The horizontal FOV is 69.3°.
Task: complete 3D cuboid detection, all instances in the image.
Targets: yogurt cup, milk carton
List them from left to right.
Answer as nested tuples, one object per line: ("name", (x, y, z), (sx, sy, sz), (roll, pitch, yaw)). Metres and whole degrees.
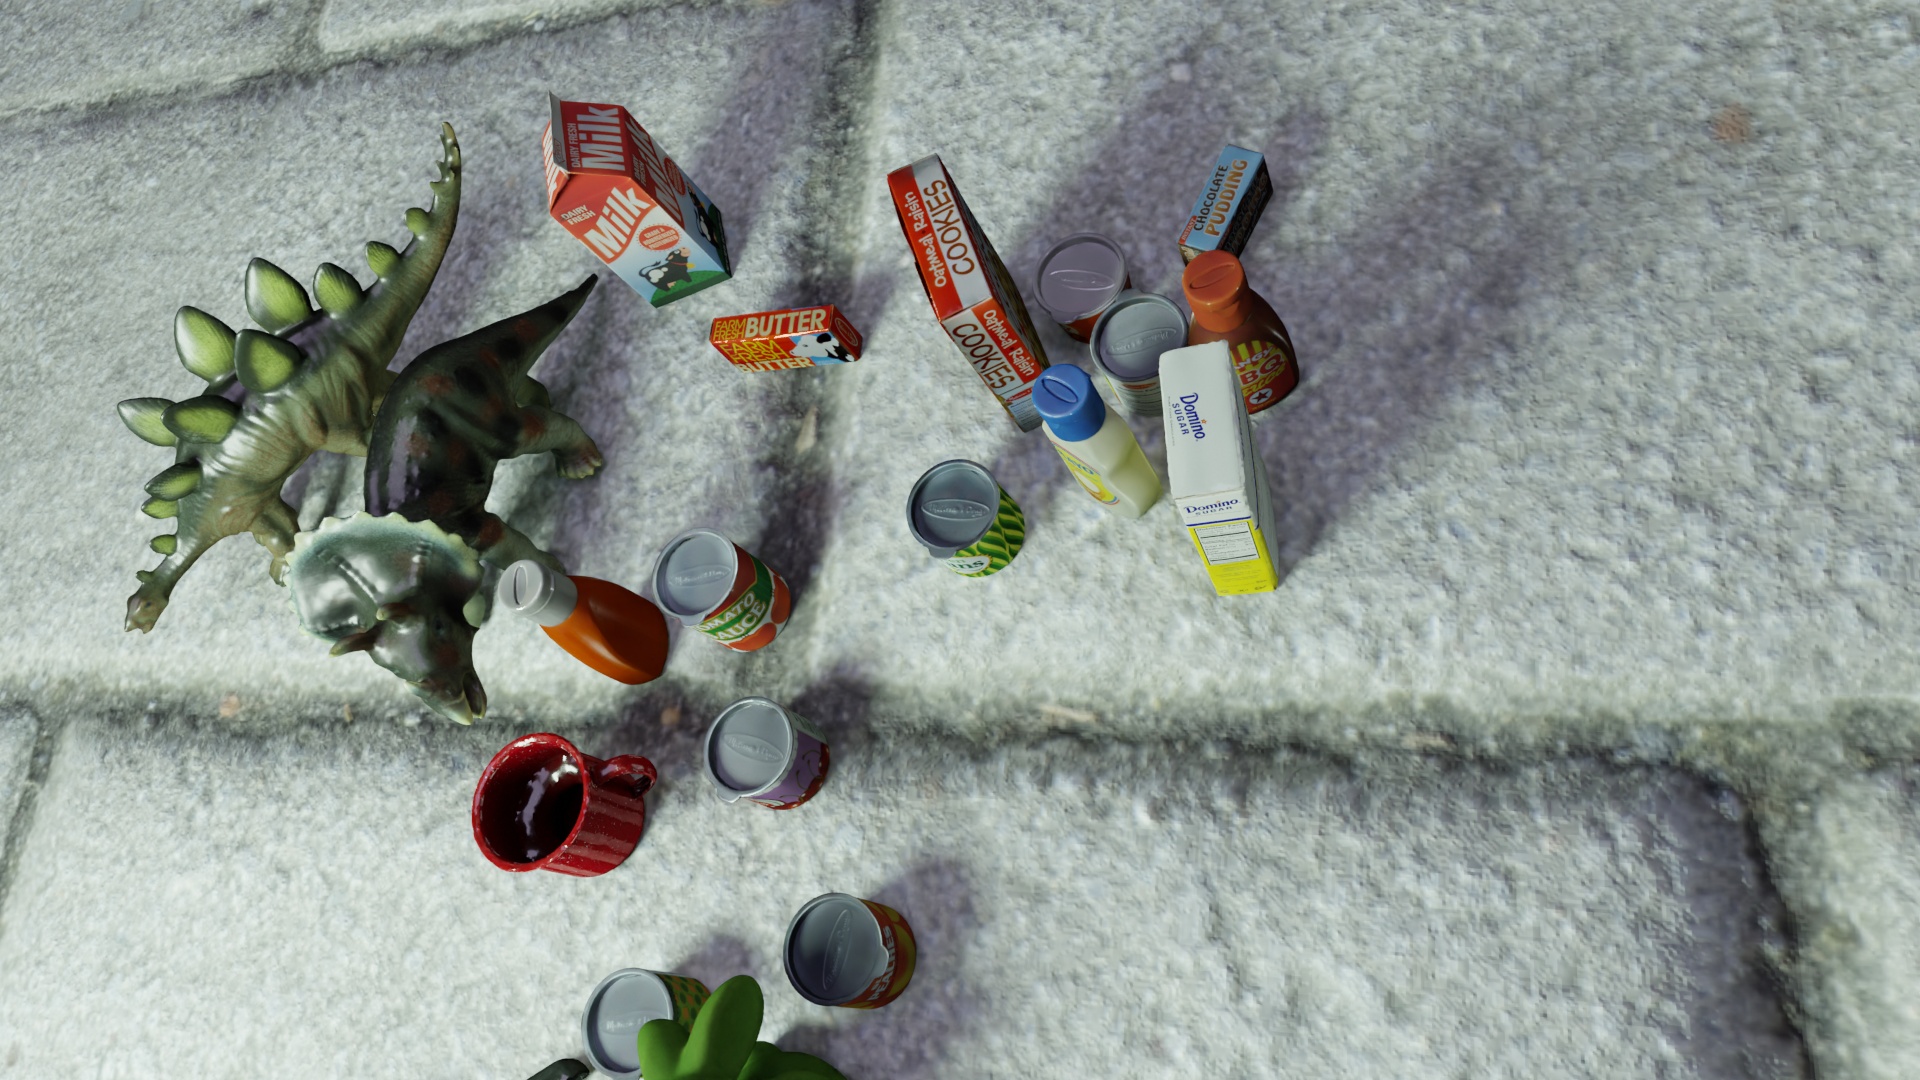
("milk carton", (-0.257, -0.262, 1.066), (0.073, 0.190, 0.072), (-19, 64, 14))
("yogurt cup", (0.090, -0.174, 0.973), (0.072, 0.054, 0.072), (-8, 67, 19))

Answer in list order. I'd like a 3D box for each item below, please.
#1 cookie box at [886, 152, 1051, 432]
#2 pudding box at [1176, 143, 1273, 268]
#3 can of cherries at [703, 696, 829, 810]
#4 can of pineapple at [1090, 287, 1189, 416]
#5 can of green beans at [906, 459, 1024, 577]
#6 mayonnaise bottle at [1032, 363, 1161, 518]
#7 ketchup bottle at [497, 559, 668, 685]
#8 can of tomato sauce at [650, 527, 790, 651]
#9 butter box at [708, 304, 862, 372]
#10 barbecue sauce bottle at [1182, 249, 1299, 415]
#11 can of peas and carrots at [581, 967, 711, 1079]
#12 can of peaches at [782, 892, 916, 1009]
("cookie box", (0.013, -0.162, 0.934), (0.040, 0.167, 0.123), (-25, 63, 11))
("pudding box", (0.183, -0.224, 0.960), (0.030, 0.049, 0.084), (23, 79, 27))
("can of cherries", (-0.130, 0.145, 0.928), (0.071, 0.058, 0.072), (-8, 67, 19))
("can of pineapple", (0.127, -0.126, 0.937), (0.071, 0.057, 0.071), (-8, 67, 19))
("can of green beans", (0.004, -0.014, 0.940), (0.071, 0.057, 0.071), (-8, 67, 19))
("mayonnaise bottle", (0.083, -0.063, 0.878), (0.065, 0.148, 0.041), (36, 86, 29))
("ketchup bottle", (-0.259, 0.053, 0.964), (0.043, 0.148, 0.065), (-15, 65, 16))
("can of tomato sauce", (-0.165, 0.038, 0.971), (0.071, 0.083, 0.071), (-8, 67, 19))
("butter box", (-0.132, -0.152, 1.051), (0.103, 0.053, 0.024), (-3, 69, 20))
("barbecue sauce bottle", (0.171, -0.129, 0.869), (0.065, 0.148, 0.044), (-25, 63, 11))
("can of peas and carrots", (-0.197, 0.312, 0.888), (0.071, 0.058, 0.071), (-8, 67, 19))
("can of peaches", (-0.065, 0.256, 0.859), (0.071, 0.058, 0.071), (-8, 67, 19))
